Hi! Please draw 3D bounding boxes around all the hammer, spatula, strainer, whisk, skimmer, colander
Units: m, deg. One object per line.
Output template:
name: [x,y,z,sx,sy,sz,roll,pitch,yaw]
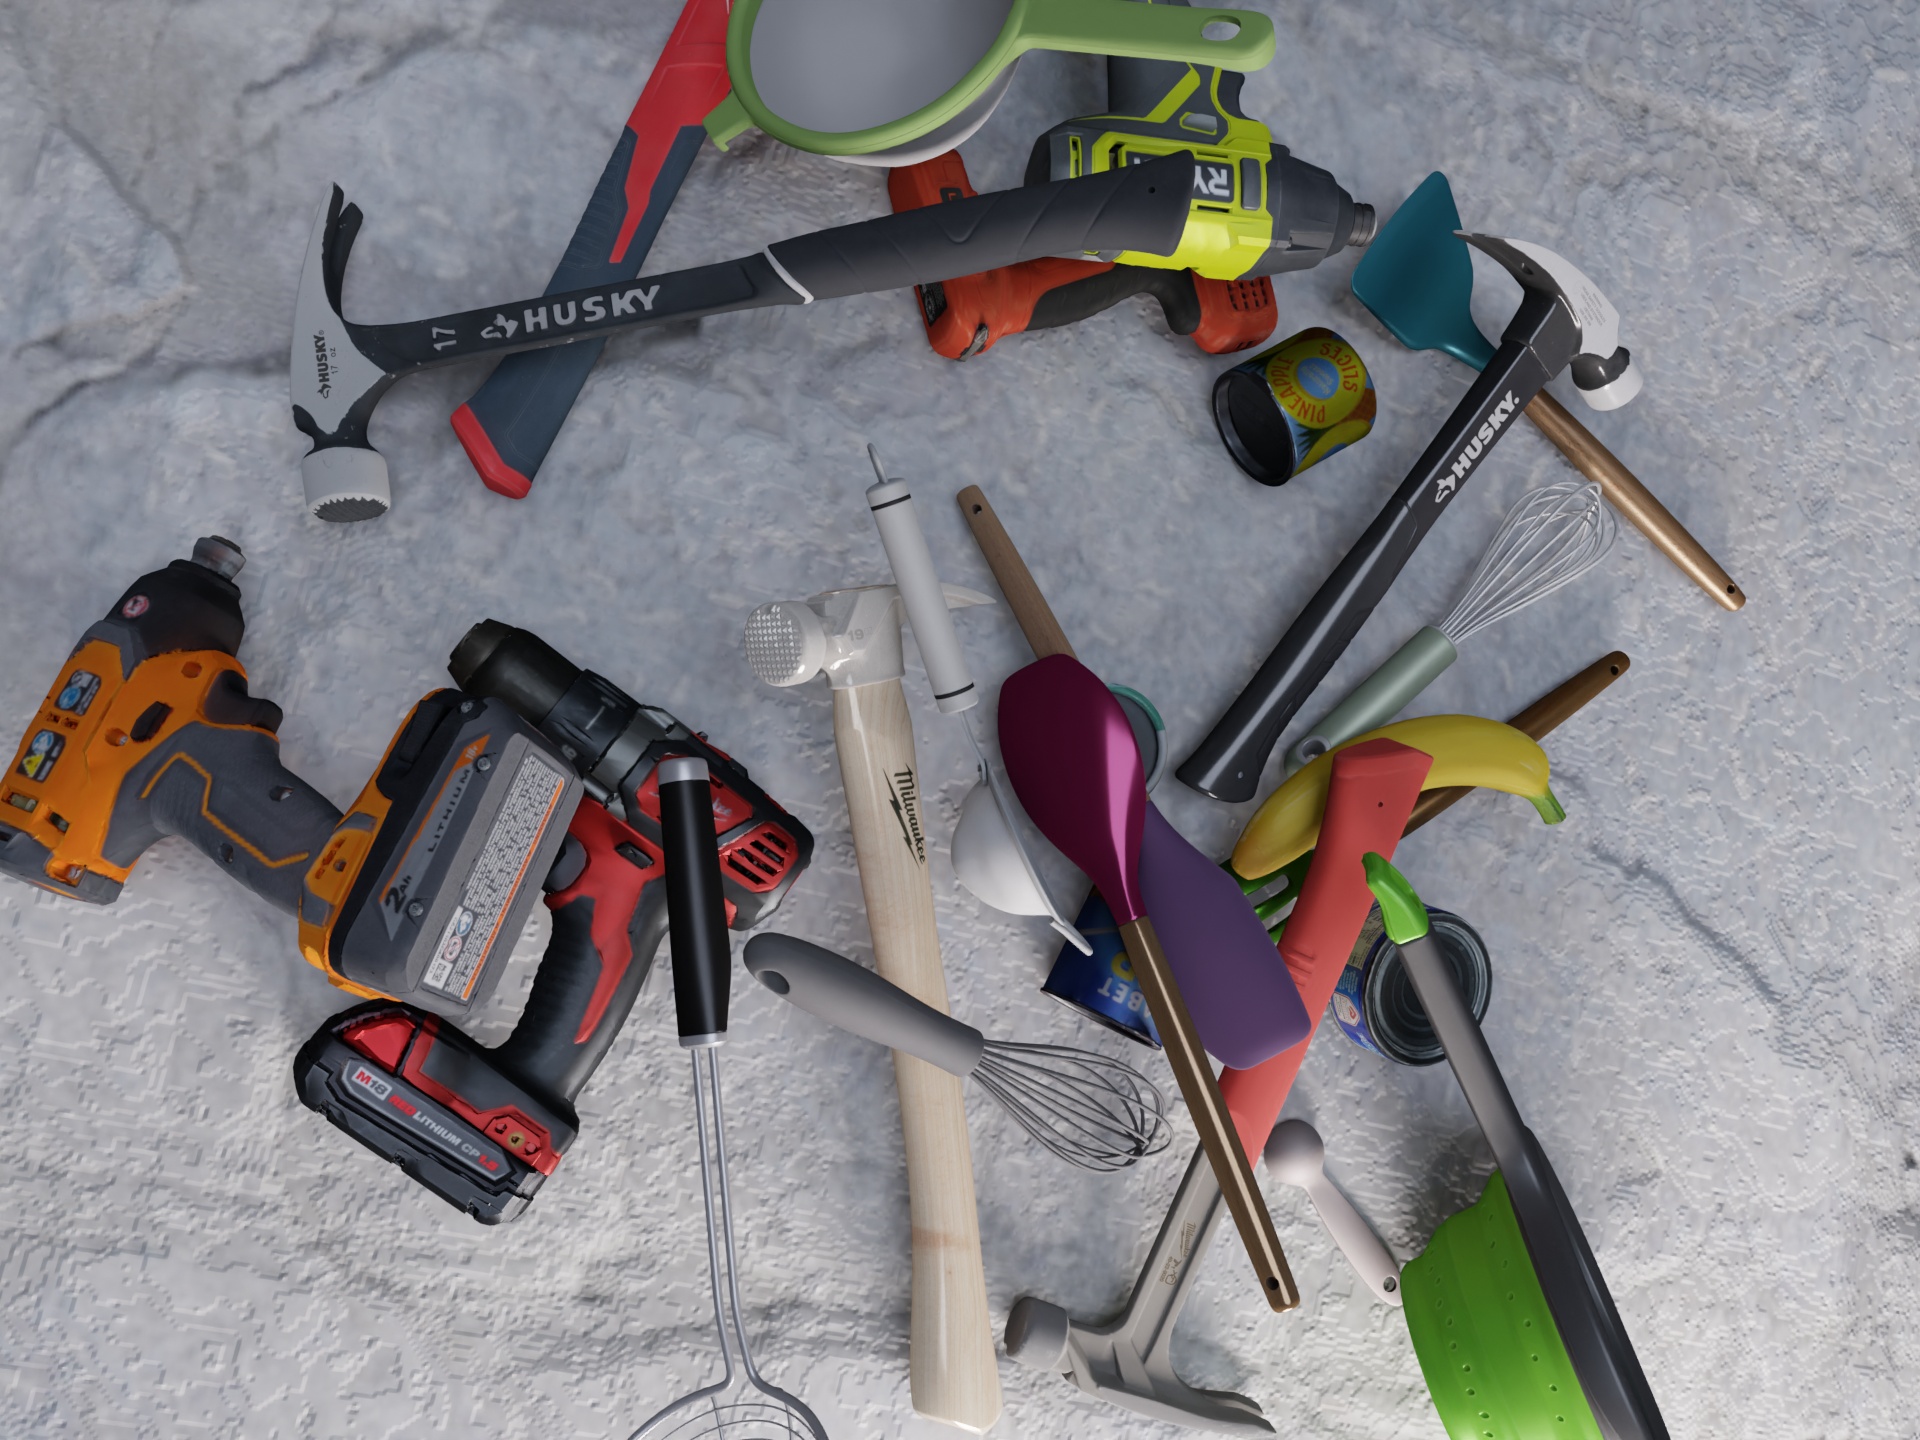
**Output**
hammer: [0.221,-0.097,0.825,0.146,0.035,0.335,37,89,-36]
spatula: [0.072,0.021,0.774,0.060,0.018,0.316,-28,78,5]
strainer: [0.020,-0.298,0.713,0.256,0.069,0.151,15,79,22]
whisk: [0.004,0.148,0.712,0.238,0.055,0.055,31,80,-26]
hammer: [0.157,0.180,0.794,0.149,0.037,0.359,22,94,-13]
hammer: [-0.097,-0.197,0.702,0.409,0.036,0.149,-11,80,2]
hammer: [-0.014,0.139,0.766,0.146,0.038,0.410,-15,100,-51]
skimmer: [-0.116,0.193,0.641,0.127,0.090,0.363,-12,79,28]
whisk: [0.267,-0.047,0.869,0.246,0.059,0.058,-41,62,-10]
spatula: [0.341,-0.166,0.893,0.317,0.044,0.082,40,83,-12]
strainer: [-0.001,-0.002,0.729,0.050,0.087,0.258,-19,101,0]
hammer: [-0.128,-0.277,0.768,0.143,0.038,0.386,25,81,-15]
colander: [0.249,0.248,0.787,0.094,0.204,0.397,-24,104,15]

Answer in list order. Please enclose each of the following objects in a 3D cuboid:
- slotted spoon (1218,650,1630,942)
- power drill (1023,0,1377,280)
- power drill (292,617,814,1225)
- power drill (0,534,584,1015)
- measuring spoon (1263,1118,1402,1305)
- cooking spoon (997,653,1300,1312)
slotted spoon: [0.252,0.044,0.867,0.314,0.031,0.070,-32,101,-16]
power drill: [0.118,-0.328,0.771,0.171,0.080,0.223,2,83,-14]
power drill: [-0.198,0.084,0.714,0.187,0.080,0.227,39,75,-11]
power drill: [-0.276,0.016,0.651,0.226,0.084,0.164,16,73,17]
measuring spoon: [0.205,0.266,0.847,0.034,0.018,0.124,-38,98,-14]
cooking spoon: [0.090,0.118,0.743,0.069,0.017,0.319,-26,78,23]
